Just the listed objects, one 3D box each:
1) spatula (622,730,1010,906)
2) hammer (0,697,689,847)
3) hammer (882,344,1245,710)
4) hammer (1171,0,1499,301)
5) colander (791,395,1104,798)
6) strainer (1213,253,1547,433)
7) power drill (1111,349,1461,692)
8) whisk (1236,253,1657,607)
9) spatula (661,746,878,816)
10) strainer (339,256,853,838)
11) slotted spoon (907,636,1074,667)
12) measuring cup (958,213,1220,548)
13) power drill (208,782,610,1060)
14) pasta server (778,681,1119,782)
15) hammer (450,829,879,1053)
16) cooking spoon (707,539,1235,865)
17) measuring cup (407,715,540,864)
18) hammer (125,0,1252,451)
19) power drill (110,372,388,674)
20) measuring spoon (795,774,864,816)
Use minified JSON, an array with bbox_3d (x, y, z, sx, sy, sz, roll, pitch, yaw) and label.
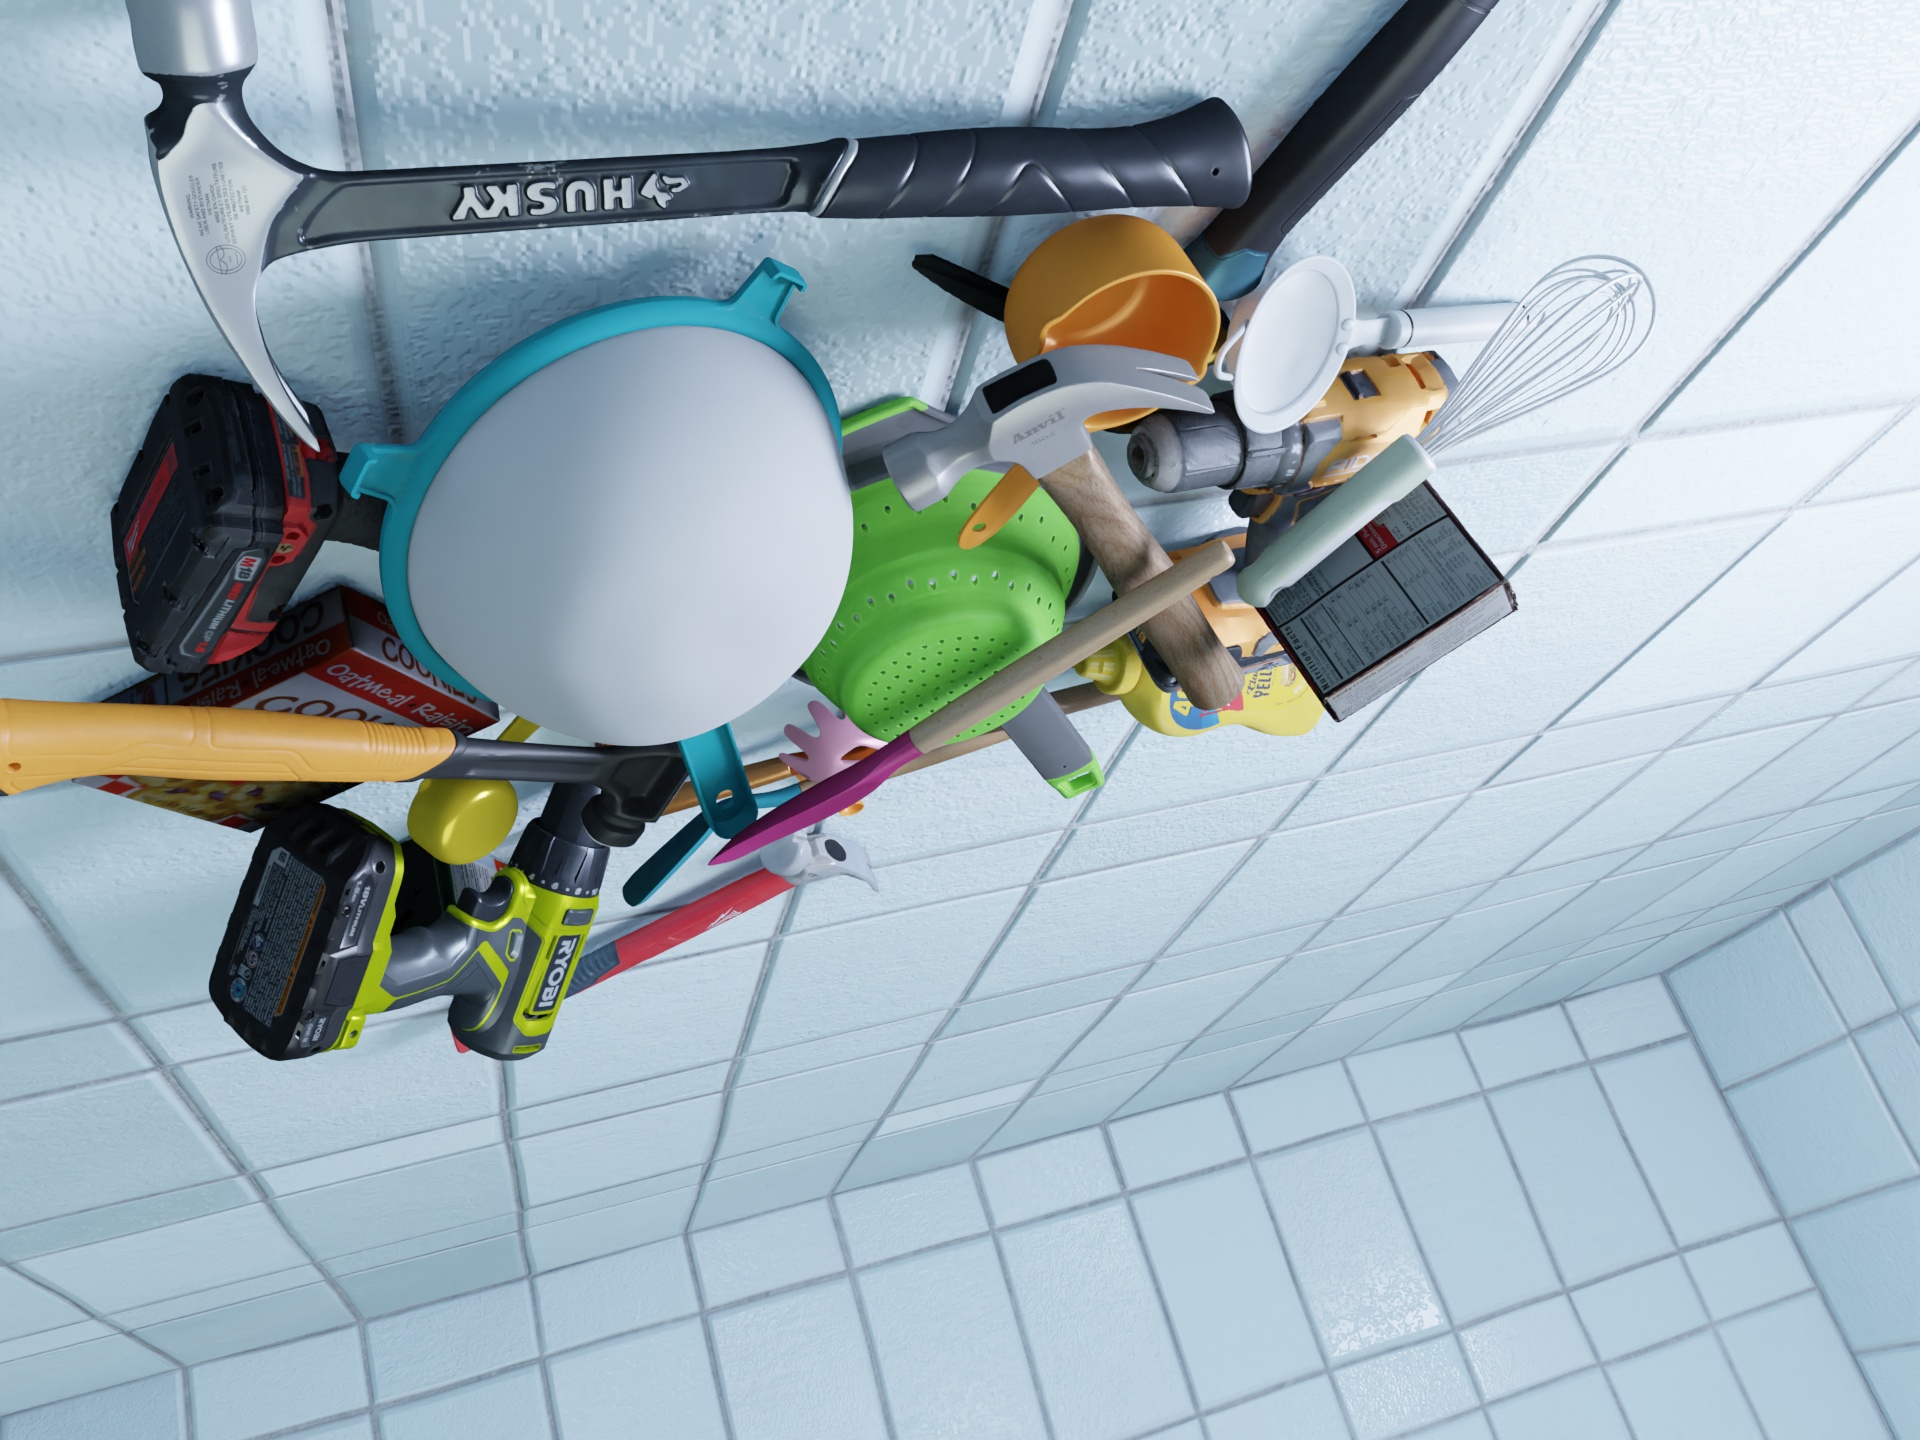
[{"bbox_3d":[-0.084,0.053,1.099,0.317,0.044,0.082,-17,-171,-15],"label":"spatula"},{"bbox_3d":[-0.268,0.011,0.740,0.336,0.034,0.127,4,134,-45],"label":"hammer"},{"bbox_3d":[0.088,-0.078,0.783,0.130,0.031,0.331,-27,151,13],"label":"hammer"},{"bbox_3d":[0.196,-0.282,0.613,0.128,0.033,0.331,-1,151,-36],"label":"hammer"},{"bbox_3d":[0.016,-0.016,0.901,0.204,0.095,0.396,-24,146,12],"label":"colander"},{"bbox_3d":[0.208,-0.194,0.792,0.258,0.050,0.086,-12,127,-32],"label":"strainer"},{"bbox_3d":[0.155,-0.108,0.892,0.185,0.084,0.226,-13,152,-22],"label":"power drill"},{"bbox_3d":[0.237,-0.139,0.798,0.246,0.059,0.057,-40,168,17],"label":"whisk"},{"bbox_3d":[-0.137,0.028,1.057,0.322,0.041,0.081,-16,155,6],"label":"spatula"},{"bbox_3d":[-0.116,-0.022,0.710,0.211,0.095,0.340,-30,146,-16],"label":"strainer"},{"bbox_3d":[0.089,-0.042,1.054,0.313,0.031,0.070,2,126,-33],"label":"slotted spoon"},{"bbox_3d":[0.040,-0.151,0.717,0.095,0.052,0.173,5,141,-38],"label":"measuring cup"},{"bbox_3d":[-0.301,0.110,0.935,0.228,0.080,0.190,11,102,-61],"label":"power drill"},{"bbox_3d":[0.026,-0.007,1.051,0.316,0.040,0.060,-14,135,-35],"label":"pasta server"},{"bbox_3d":[-0.252,0.185,1.291,0.386,0.038,0.143,-27,156,18],"label":"hammer"},{"bbox_3d":[-0.001,-0.003,0.804,0.319,0.017,0.068,-31,170,19],"label":"cooking spoon"},{"bbox_3d":[-0.231,0.014,0.855,0.156,0.029,0.062,-48,154,-8],"label":"measuring cup"},{"bbox_3d":[-0.066,-0.191,0.578,0.409,0.036,0.149,-12,129,-24],"label":"hammer"},{"bbox_3d":[-0.242,-0.073,0.704,0.219,0.079,0.143,1,149,-43],"label":"power drill"},{"bbox_3d":[-0.096,0.044,1.136,0.021,0.011,0.116,-27,152,7],"label":"measuring spoon"}]
